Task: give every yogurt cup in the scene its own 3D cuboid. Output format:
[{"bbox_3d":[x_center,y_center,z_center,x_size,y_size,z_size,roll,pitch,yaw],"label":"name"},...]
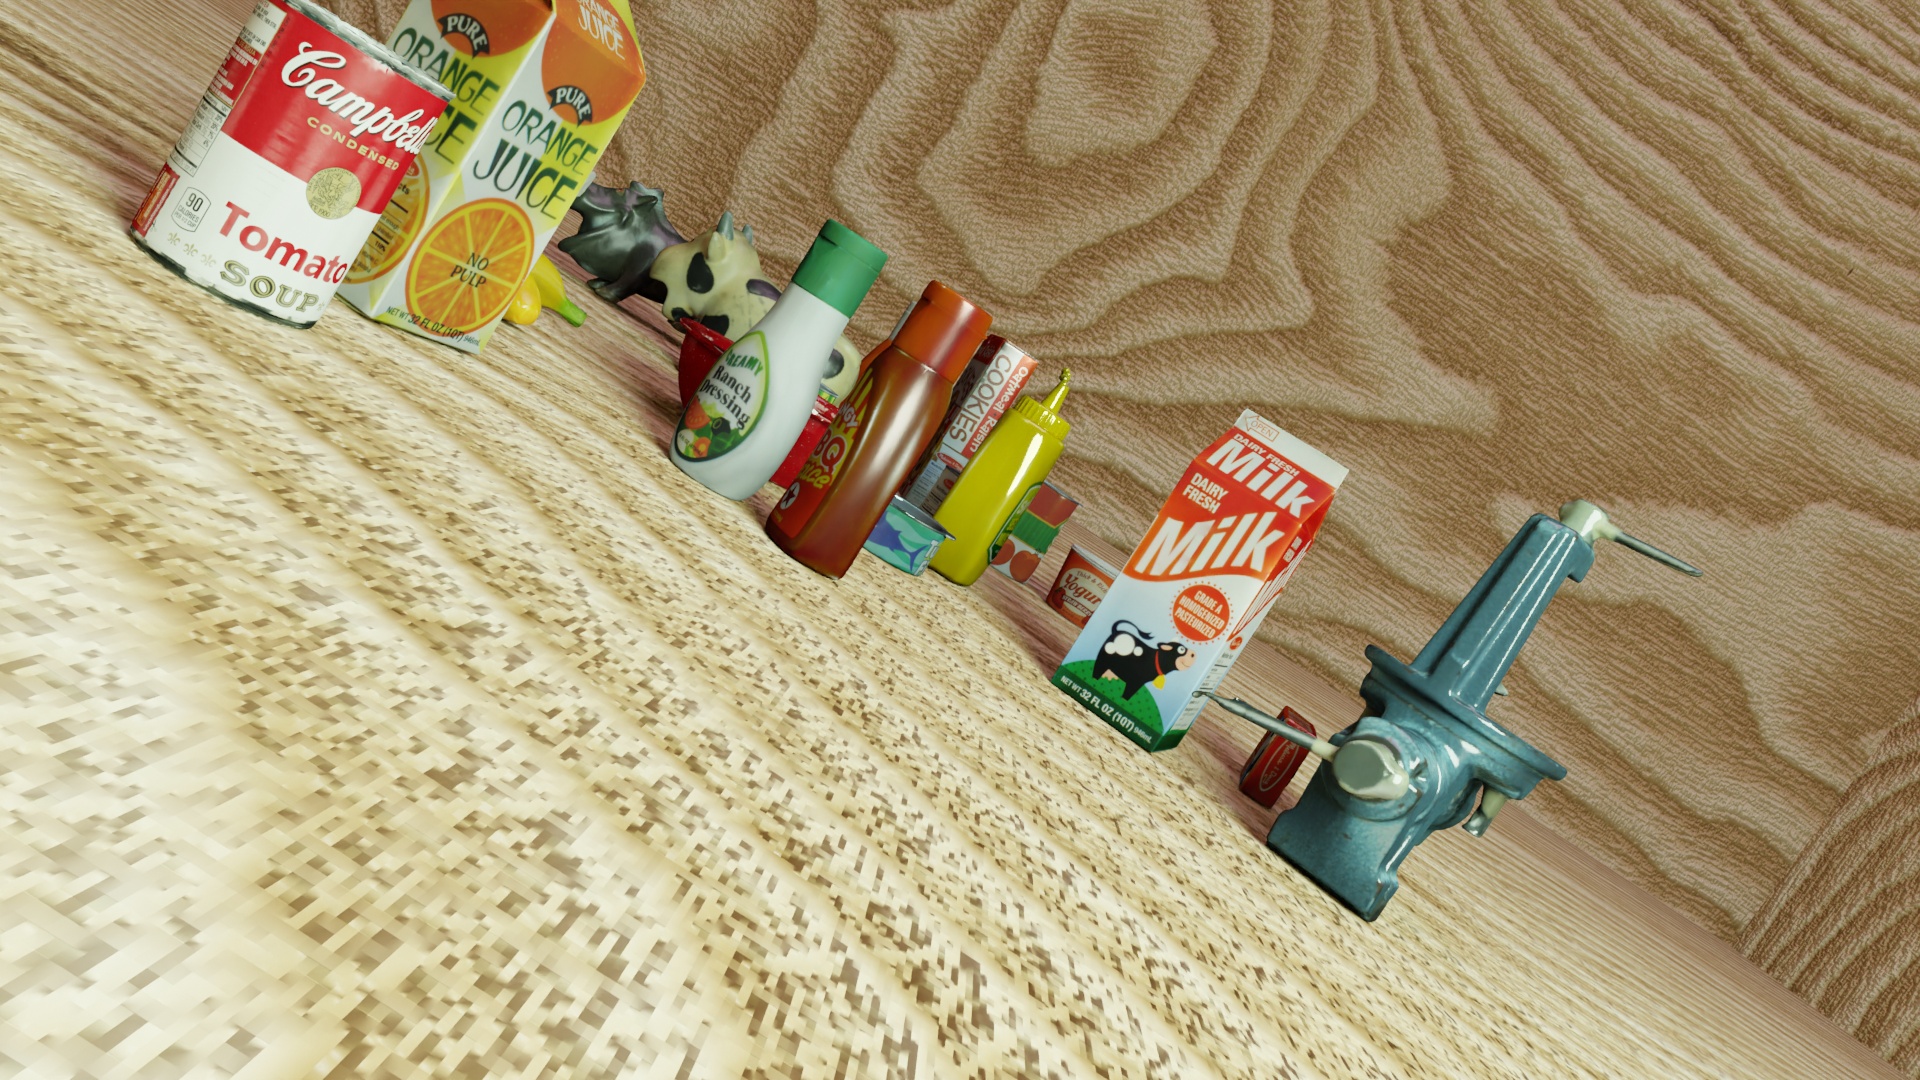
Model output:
[{"bbox_3d":[0.106,0.042,1.140,0.072,0.054,0.072,33,5,-3],"label":"yogurt cup"}]

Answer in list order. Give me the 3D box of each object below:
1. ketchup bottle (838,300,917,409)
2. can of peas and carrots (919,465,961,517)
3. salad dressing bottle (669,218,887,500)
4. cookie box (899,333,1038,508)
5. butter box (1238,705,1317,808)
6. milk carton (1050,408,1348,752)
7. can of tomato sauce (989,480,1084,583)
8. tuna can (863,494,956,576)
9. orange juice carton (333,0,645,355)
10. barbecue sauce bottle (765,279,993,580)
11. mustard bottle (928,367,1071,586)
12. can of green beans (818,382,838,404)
[{"bbox_3d":[-0.065,-0.127,1.153,0.065,0.148,0.043,35,5,16],"label":"ketchup bottle"},{"bbox_3d":[0.004,-0.013,1.014,0.071,0.058,0.071,33,5,-3],"label":"can of peas and carrots"},{"bbox_3d":[-0.091,-0.092,0.708,0.064,0.147,0.044,37,6,39],"label":"salad dressing bottle"},{"bbox_3d":[0.002,-0.107,1.264,0.040,0.167,0.123,32,5,-11],"label":"cookie box"},{"bbox_3d":[0.199,0.134,0.872,0.024,0.053,0.103,34,5,12],"label":"butter box"},{"bbox_3d":[0.139,0.022,0.791,0.072,0.190,0.073,35,5,20],"label":"milk carton"},{"bbox_3d":[0.051,-0.014,1.168,0.071,0.083,0.071,33,5,-3],"label":"can of tomato sauce"},{"bbox_3d":[-0.041,-0.007,0.850,0.071,0.033,0.071,33,5,-3],"label":"tuna can"},{"bbox_3d":[-0.210,-0.186,0.613,0.073,0.192,0.072,35,5,19],"label":"orange juice carton"},{"bbox_3d":[-0.038,-0.055,0.679,0.043,0.148,0.065,31,5,-25],"label":"barbecue sauce bottle"},{"bbox_3d":[0.031,-0.045,0.923,0.049,0.160,0.065,34,5,8],"label":"mustard bottle"},{"bbox_3d":[-0.131,-0.097,0.994,0.071,0.057,0.071,33,5,-3],"label":"can of green beans"}]
